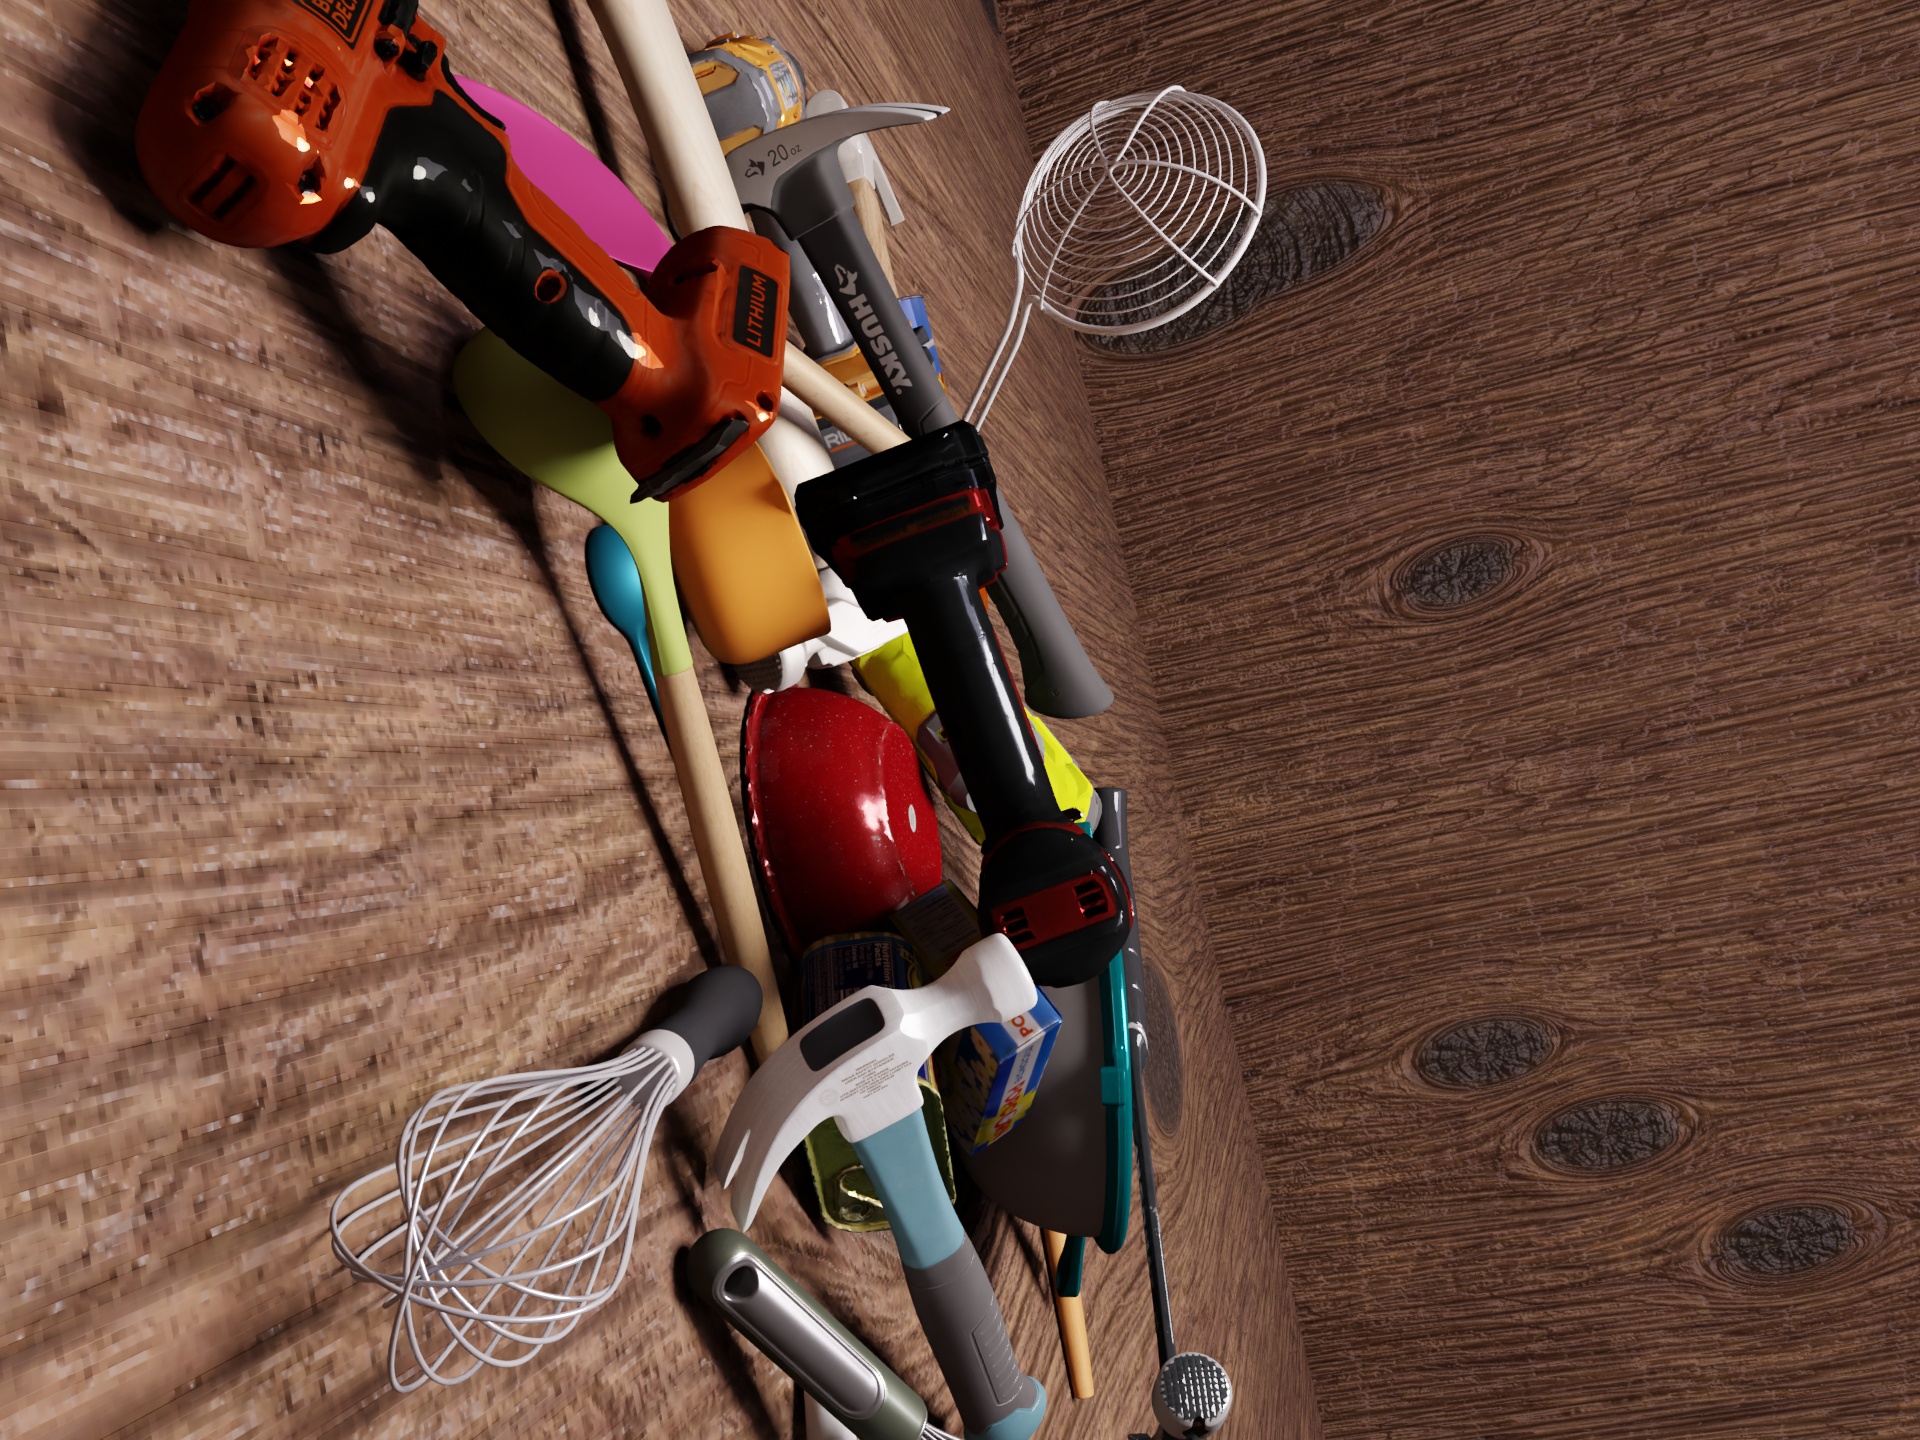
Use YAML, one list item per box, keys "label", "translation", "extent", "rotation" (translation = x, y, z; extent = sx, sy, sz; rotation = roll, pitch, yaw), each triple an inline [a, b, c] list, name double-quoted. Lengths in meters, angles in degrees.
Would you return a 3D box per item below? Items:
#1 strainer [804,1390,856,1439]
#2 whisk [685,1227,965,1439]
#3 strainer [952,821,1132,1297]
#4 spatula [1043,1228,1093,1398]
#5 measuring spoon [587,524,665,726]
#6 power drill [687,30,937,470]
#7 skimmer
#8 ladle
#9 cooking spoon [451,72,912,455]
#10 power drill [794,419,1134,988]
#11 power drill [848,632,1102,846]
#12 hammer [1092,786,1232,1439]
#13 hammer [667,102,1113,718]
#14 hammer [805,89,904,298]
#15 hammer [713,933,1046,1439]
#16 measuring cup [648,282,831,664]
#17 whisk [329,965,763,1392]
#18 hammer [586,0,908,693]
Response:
- label: "strainer"
  translation: [-0.040, 0.331, 0.551]
  extent: [0.086, 0.050, 0.259]
  rotation: [51, 21, -44]
- label: "whisk"
  translation: [-0.017, 0.266, 0.587]
  extent: [0.246, 0.058, 0.059]
  rotation: [51, -18, -23]
- label: "strainer"
  translation: [0.036, 0.236, 0.923]
  extent: [0.211, 0.095, 0.340]
  rotation: [-93, -177, -51]
- label: "spatula"
  translation: [0.065, 0.284, 1.069]
  extent: [0.081, 0.041, 0.323]
  rotation: [122, -40, -75]
- label: "measuring spoon"
  translation: [-0.112, -0.020, 0.633]
  extent: [0.042, 0.021, 0.128]
  rotation: [-76, 148, -65]
- label: "power drill"
  translation: [-0.088, -0.274, 0.901]
  extent: [0.185, 0.084, 0.226]
  rotation: [-83, 152, -63]
- label: "skimmer"
  translation: [0.038, -0.175, 0.864]
  extent: [0.127, 0.090, 0.363]
  rotation: [66, -32, 25]
- label: "ladle"
  translation: [-0.112, 0.006, 0.594]
  extent: [0.078, 0.062, 0.320]
  rotation: [-59, 142, -60]
- label: "cooking spoon"
  translation: [-0.089, -0.162, 0.677]
  extent: [0.318, 0.017, 0.069]
  rotation: [31, 35, -44]
- label: "power drill"
  translation: [0.012, 0.003, 0.686]
  extent: [0.188, 0.080, 0.227]
  rotation: [50, 19, -84]
- label: "power drill"
  translation: [-0.001, -0.003, 0.915]
  extent: [0.171, 0.080, 0.223]
  rotation: [52, 0, 26]
- label: "hammer"
  translation: [0.101, 0.208, 0.910]
  extent: [0.149, 0.036, 0.409]
  rotation: [92, -3, -52]
- label: "hammer"
  translation: [-0.007, -0.146, 0.805]
  extent: [0.334, 0.146, 0.035]
  rotation: [61, 30, -16]
- label: "hammer"
  translation: [-0.051, -0.288, 1.185]
  extent: [0.130, 0.031, 0.331]
  rotation: [5, 73, -77]
- label: "hammer"
  translation: [-0.008, 0.221, 0.655]
  extent: [0.033, 0.128, 0.330]
  rotation: [54, -16, 45]
- label: "measuring cup"
  translation: [-0.112, -0.103, 0.656]
  extent: [0.174, 0.052, 0.095]
  rotation: [63, -10, 10]
- label: "whisk"
  translation: [-0.102, 0.115, 0.476]
  extent: [0.284, 0.070, 0.070]
  rotation: [-28, 104, -83]
- label: "hammer"
  translation: [-0.107, -0.227, 0.728]
  extent: [0.146, 0.038, 0.410]
  rotation: [-29, 104, -42]
